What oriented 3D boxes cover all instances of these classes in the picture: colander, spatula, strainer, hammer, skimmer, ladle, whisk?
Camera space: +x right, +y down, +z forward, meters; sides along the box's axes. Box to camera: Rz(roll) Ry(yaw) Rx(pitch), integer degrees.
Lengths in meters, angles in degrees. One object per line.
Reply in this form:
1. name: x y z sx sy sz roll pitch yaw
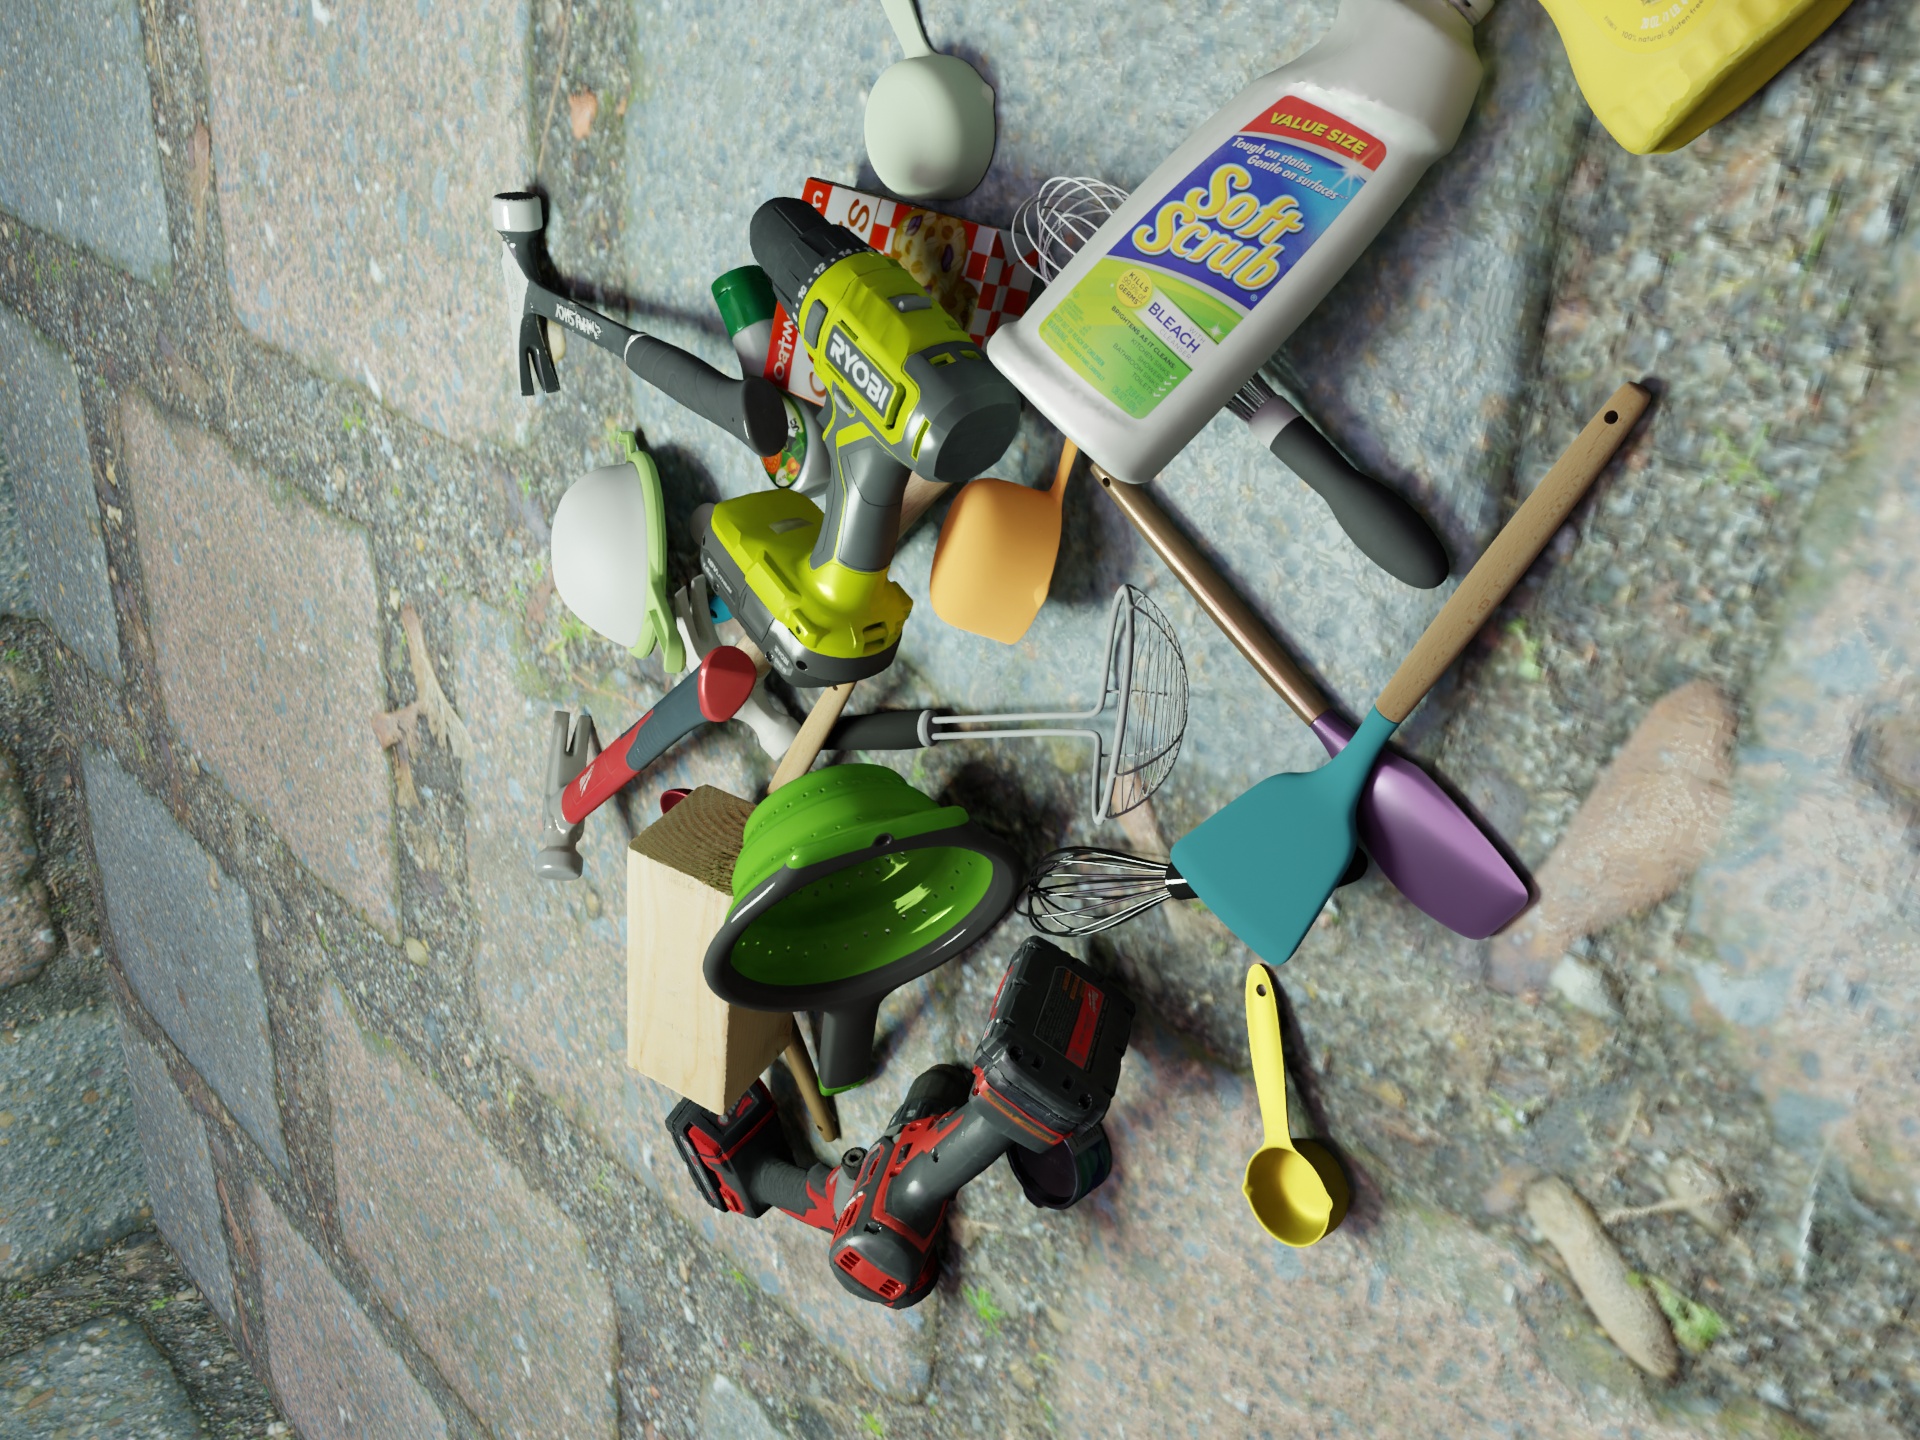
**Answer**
1. colander: -0.081 0.138 1.056 0.396 0.204 0.095 101 150 -55
2. spatula: 0.166 -0.019 0.810 0.316 0.018 0.059 53 136 17
3. strainer: -0.243 -0.096 1.108 0.257 0.069 0.151 -124 39 -56
4. hammer: -0.240 0.008 1.173 0.386 0.038 0.143 -31 53 55
5. skimmer: -0.001 -0.003 0.943 0.363 0.090 0.127 -3 78 50
6. hammer: -0.228 -0.251 1.082 0.409 0.036 0.149 35 132 46
7. hammer: -0.083 -0.098 1.020 0.130 0.031 0.331 45 133 -4
8. spatula: 0.207 -0.019 0.730 0.082 0.044 0.317 47 129 25
9. ladle: -0.149 0.186 1.195 0.069 0.031 0.315 -1 115 44
10. whisk: 0.130 -0.166 0.767 0.285 0.070 0.070 48 135 16
11. whisk: 0.120 0.089 0.883 0.239 0.055 0.055 -13 96 45

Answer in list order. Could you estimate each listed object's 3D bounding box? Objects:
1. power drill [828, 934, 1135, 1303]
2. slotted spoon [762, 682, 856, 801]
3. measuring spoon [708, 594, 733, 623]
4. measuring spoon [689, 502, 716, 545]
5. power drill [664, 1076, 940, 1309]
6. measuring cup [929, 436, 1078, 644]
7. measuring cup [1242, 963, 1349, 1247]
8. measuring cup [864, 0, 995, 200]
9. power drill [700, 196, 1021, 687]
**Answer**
1. power drill: 0.011 0.237 0.991 0.080 0.188 0.226 36 120 -4
2. slotted spoon: -0.123 0.049 1.115 0.070 0.031 0.313 54 144 14
3. measuring spoon: -0.156 -0.087 1.122 0.042 0.021 0.128 53 142 -9
4. measuring spoon: -0.151 -0.125 1.110 0.124 0.018 0.034 21 120 40
5. power drill: -0.117 0.344 1.200 0.220 0.078 0.143 17 136 40
6. measuring cup: 0.029 -0.128 0.868 0.095 0.052 0.173 -108 33 -65
7. measuring cup: 0.183 0.212 0.887 0.062 0.029 0.156 -10 86 49
8. measuring cup: -0.037 -0.367 0.872 0.083 0.038 0.167 -18 94 49
9. power drill: -0.071 -0.148 0.862 0.191 0.080 0.228 50 139 25
